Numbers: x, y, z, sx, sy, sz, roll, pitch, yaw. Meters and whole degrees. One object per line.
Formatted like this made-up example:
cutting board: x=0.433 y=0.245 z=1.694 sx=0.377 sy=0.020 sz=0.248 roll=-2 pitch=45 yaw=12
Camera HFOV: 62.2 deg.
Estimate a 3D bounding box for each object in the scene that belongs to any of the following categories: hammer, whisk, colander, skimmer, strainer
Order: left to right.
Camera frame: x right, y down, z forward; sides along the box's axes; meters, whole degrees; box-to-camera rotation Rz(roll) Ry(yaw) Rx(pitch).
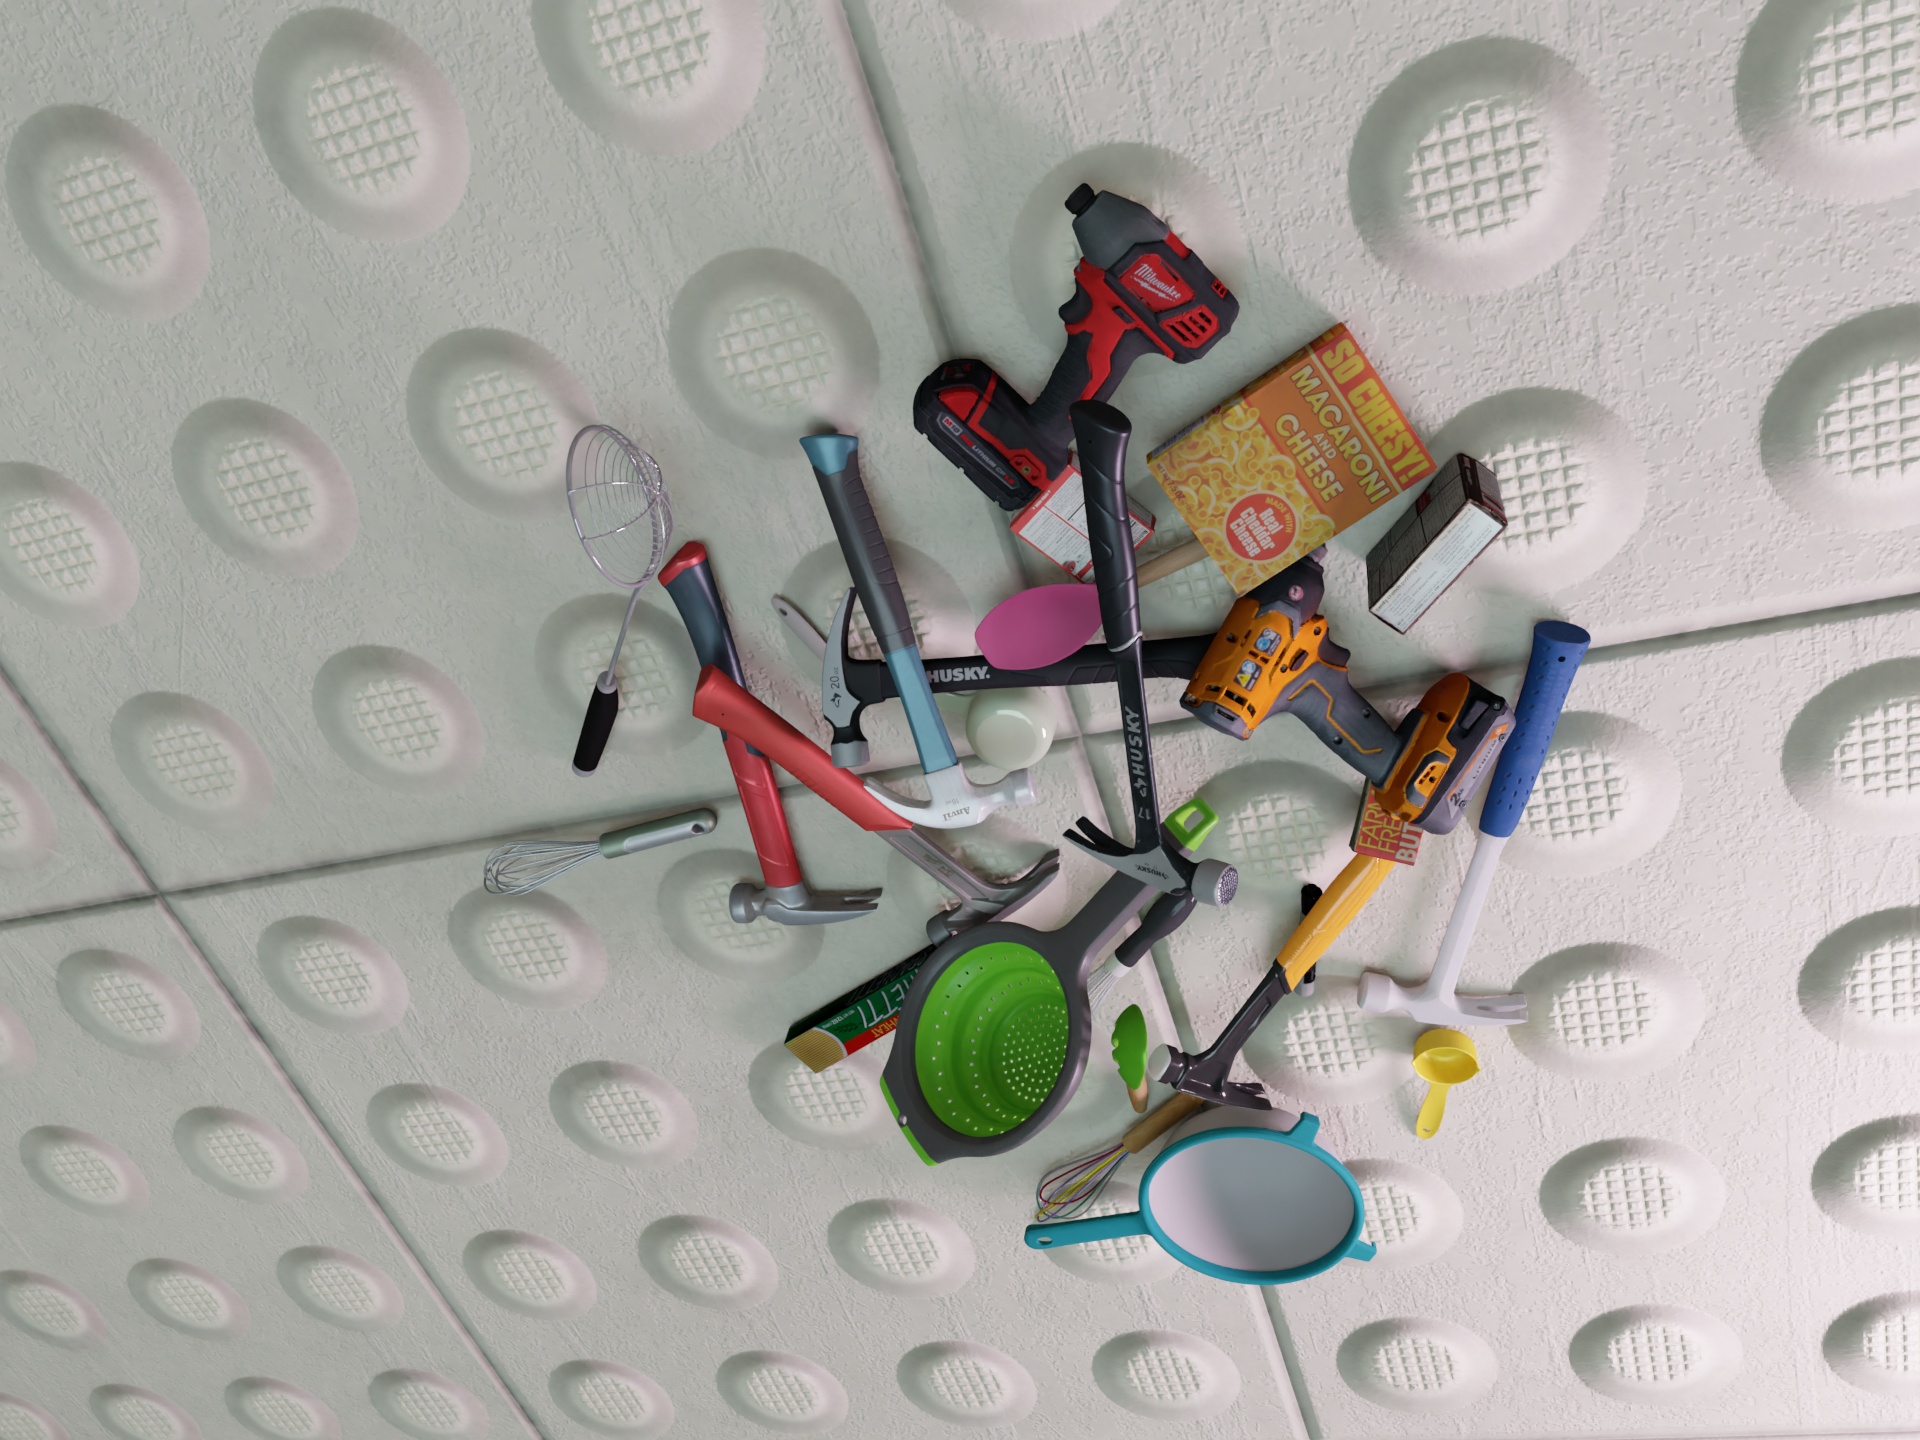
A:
skimmer: x=-0.310 y=-0.082 z=1.324 sx=0.090 sy=0.127 sz=0.363 roll=18 pitch=134 yaw=-10
whisk: x=-0.339 y=0.120 z=1.488 sx=0.246 sy=0.059 sz=0.057 roll=-15 pitch=131 yaw=15
hammer: x=-0.175 y=0.021 z=1.393 sx=0.143 sy=0.038 sz=0.386 roll=-4 pitch=122 yaw=13
hammer: x=-0.081 y=0.065 z=1.370 sx=0.149 sy=0.037 sz=0.358 roll=-37 pitch=118 yaw=26
hammer: x=-0.051 y=-0.070 z=1.251 sx=0.128 sy=0.033 sz=0.331 roll=-18 pitch=99 yaw=7
hammer: x=0.052 y=-0.047 z=1.284 sx=0.335 sy=0.035 sz=0.146 roll=-4 pitch=96 yaw=7
colander: x=0.100 y=0.228 z=1.395 sx=0.397 sy=0.205 sz=0.094 roll=-48 pitch=138 yaw=12
whisk: x=0.127 y=0.243 z=1.470 sx=0.070 sy=0.070 sz=0.284 roll=33 pitch=118 yaw=-11
whisk: x=0.157 y=0.435 z=1.599 sx=0.047 sy=0.051 sz=0.245 roll=24 pitch=124 yaw=-34
hammer: x=0.123 y=-0.044 z=1.196 sx=0.149 sy=0.036 sz=0.408 roll=14 pitch=127 yaw=37
strainer: x=0.224 y=0.457 z=1.561 sx=0.340 sy=0.095 sz=0.210 roll=-16 pitch=117 yaw=22
hammer: x=0.302 y=0.209 z=1.390 sx=0.127 sy=0.034 sz=0.336 roll=21 pitch=116 yaw=-21
hammer: x=0.445 y=0.101 z=1.317 sx=0.144 sy=0.035 sz=0.405 roll=10 pitch=124 yaw=6

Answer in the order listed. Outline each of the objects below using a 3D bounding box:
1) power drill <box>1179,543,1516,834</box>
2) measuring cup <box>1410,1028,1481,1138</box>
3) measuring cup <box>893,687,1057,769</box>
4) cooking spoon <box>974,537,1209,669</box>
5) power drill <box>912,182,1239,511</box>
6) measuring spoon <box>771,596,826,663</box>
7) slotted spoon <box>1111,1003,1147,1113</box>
power drill: x=0.303 y=-0.028 z=1.223 sx=0.226 sy=0.084 sz=0.164 roll=28 pitch=96 yaw=-5
measuring cup: x=0.445 y=0.340 z=1.487 sx=0.062 sy=0.029 sz=0.156 roll=5 pitch=135 yaw=9
measuring cup: x=-0.002 y=-0.004 z=1.339 sx=0.167 sy=0.038 sz=0.083 roll=14 pitch=124 yaw=1
cooking spoon: x=0.157 y=-0.119 z=1.218 sx=0.319 sy=0.017 sz=0.068 roll=-25 pitch=118 yaw=16
power drill: x=0.073 y=-0.267 z=1.132 sx=0.143 sy=0.079 sz=0.219 roll=41 pitch=118 yaw=-17
measuring spoon: x=-0.121 y=-0.054 z=1.340 sx=0.034 sy=0.018 sz=0.124 roll=-21 pitch=116 yaw=47
slotted spoon: x=0.157 y=0.320 z=1.431 sx=0.031 sy=0.070 sz=0.313 roll=-5 pitch=155 yaw=6
